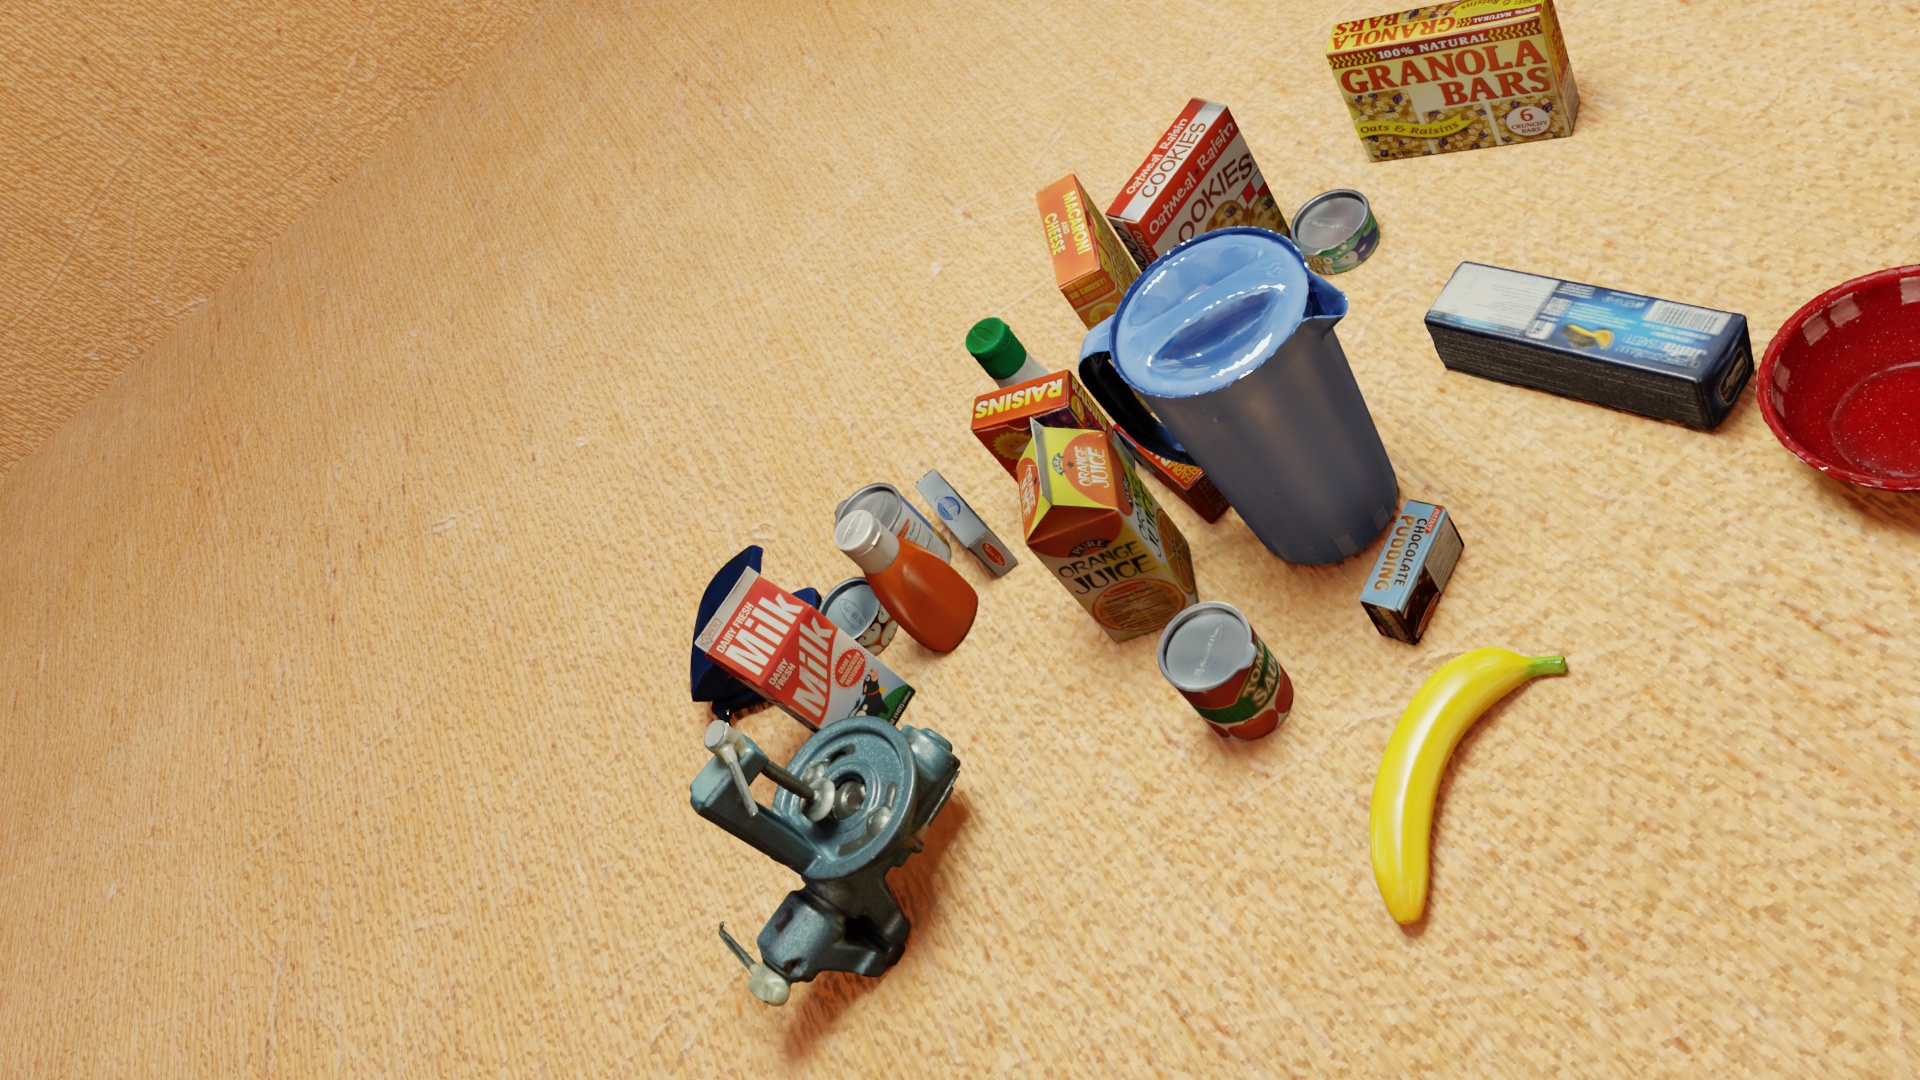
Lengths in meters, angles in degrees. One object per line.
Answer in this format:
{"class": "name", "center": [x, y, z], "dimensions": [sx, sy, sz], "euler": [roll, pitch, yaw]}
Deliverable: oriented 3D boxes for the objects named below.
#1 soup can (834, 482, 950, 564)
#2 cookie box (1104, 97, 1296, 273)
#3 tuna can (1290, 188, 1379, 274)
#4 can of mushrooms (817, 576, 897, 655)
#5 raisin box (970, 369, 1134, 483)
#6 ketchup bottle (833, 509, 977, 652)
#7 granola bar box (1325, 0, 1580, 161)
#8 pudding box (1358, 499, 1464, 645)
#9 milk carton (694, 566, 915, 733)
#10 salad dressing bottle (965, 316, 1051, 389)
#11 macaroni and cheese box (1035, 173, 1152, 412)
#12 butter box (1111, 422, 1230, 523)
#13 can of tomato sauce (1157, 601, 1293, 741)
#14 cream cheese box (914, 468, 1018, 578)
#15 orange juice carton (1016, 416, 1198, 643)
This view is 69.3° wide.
{"class": "soup can", "center": [-0.058, 0.000, 1.178], "dimensions": [0.071, 0.083, 0.072], "euler": [-19, 49, 24]}
{"class": "cookie box", "center": [0.197, -0.251, 1.123], "dimensions": [0.040, 0.167, 0.123], "euler": [26, 76, 44]}
{"class": "tuna can", "center": [0.307, -0.252, 1.141], "dimensions": [0.071, 0.032, 0.071], "euler": [-19, 49, 24]}
{"class": "can of mushrooms", "center": [-0.090, 0.069, 1.184], "dimensions": [0.071, 0.033, 0.071], "euler": [-19, 49, 24]}
{"class": "raisin box", "center": [0.076, -0.077, 1.111], "dimensions": [0.086, 0.123, 0.040], "euler": [-13, 52, 28]}
{"class": "ketchup bottle", "center": [-0.043, 0.029, 1.098], "dimensions": [0.043, 0.148, 0.065], "euler": [9, 65, 40]}
{"class": "granola bar box", "center": [0.390, -0.365, 1.102], "dimensions": [0.165, 0.124, 0.039], "euler": [2, 61, 37]}
{"class": "pudding box", "center": [0.302, 0.021, 0.929], "dimensions": [0.030, 0.049, 0.084], "euler": [15, 68, 42]}
{"class": "milk carton", "center": [-0.126, 0.095, 1.078], "dimensions": [0.073, 0.190, 0.072], "euler": [19, 71, 43]}
{"class": "salad dressing bottle", "center": [0.055, -0.126, 1.144], "dimensions": [0.044, 0.147, 0.064], "euler": [-48, 44, -4]}
{"class": "macaroni and cheese box", "center": [0.125, -0.202, 1.138], "dimensions": [0.040, 0.166, 0.124], "euler": [-25, 47, 19]}
{"class": "butter box", "center": [0.164, -0.058, 1.084], "dimensions": [0.024, 0.053, 0.104], "euler": [-43, 44, 1]}
{"class": "can of tomato sauce", "center": [0.182, 0.090, 0.939], "dimensions": [0.071, 0.083, 0.071], "euler": [-19, 49, 24]}
{"class": "cream cheese box", "center": [0.004, -0.015, 1.165], "dimensions": [0.024, 0.053, 0.104], "euler": [-42, 44, 2]}
{"class": "orange juice carton", "center": [0.099, -0.009, 0.994], "dimensions": [0.073, 0.192, 0.072], "euler": [-22, 48, 22]}
